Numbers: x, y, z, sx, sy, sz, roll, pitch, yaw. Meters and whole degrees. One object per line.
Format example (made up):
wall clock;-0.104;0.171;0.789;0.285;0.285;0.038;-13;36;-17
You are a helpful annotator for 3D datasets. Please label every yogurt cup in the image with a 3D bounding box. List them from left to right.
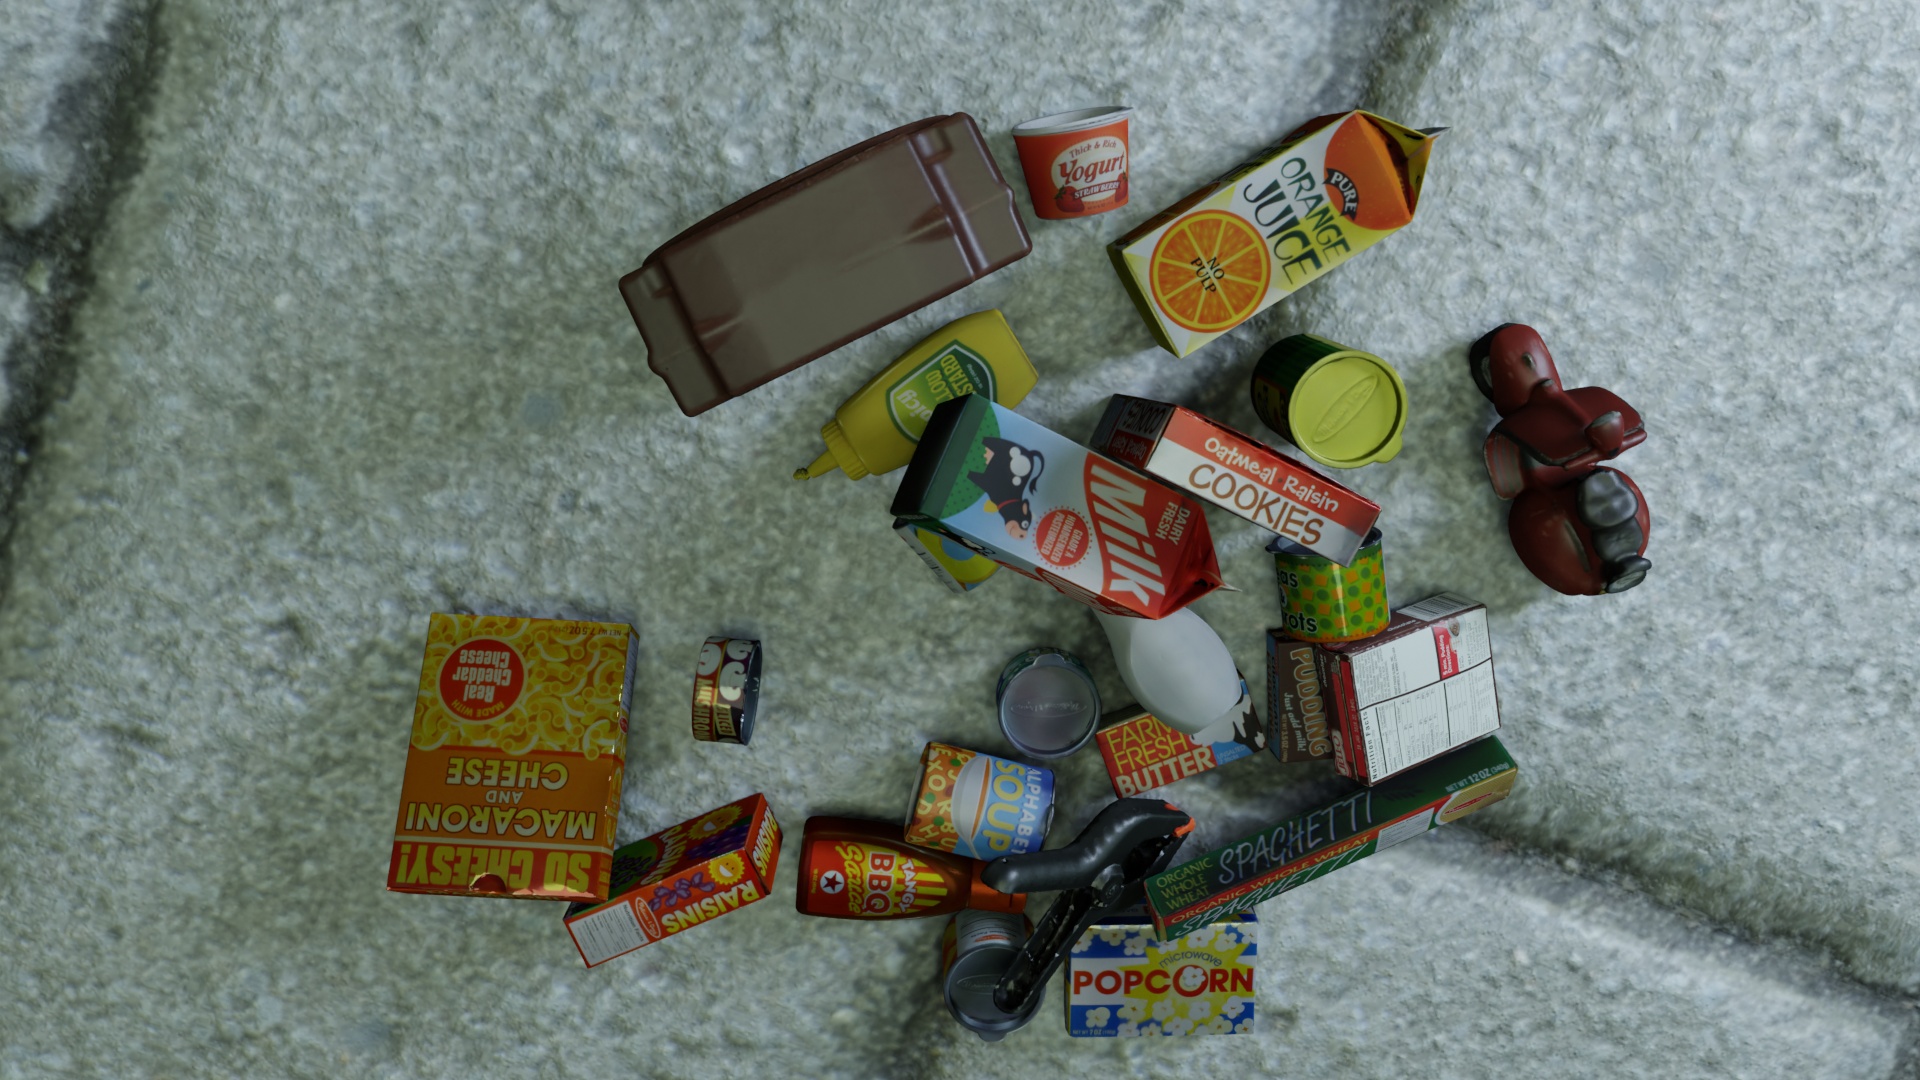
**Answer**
yogurt cup;0.066;-0.217;0.801;0.072;0.072;0.053;-10;111;1

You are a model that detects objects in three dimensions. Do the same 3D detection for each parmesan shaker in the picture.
parmesan shaker;0.215;-0.082;0.815;0.071;0.103;0.071;0;103;-1

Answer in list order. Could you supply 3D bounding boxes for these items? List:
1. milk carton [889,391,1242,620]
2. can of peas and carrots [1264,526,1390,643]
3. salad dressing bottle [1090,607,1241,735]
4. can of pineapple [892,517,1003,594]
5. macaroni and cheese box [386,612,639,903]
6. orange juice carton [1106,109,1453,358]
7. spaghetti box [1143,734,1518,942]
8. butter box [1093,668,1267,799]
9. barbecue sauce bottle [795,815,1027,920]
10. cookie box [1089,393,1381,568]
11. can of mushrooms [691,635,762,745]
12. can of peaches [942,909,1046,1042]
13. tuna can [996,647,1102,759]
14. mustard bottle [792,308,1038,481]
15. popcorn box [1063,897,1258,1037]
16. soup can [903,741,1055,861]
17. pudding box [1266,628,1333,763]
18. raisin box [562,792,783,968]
milk carton;0.065;-0.009;0.790;0.190;0.072;0.073;25;83;-15
can of peas and carrots;0.227;0.026;0.859;0.071;0.071;0.058;-10;104;1
salad dressing bottle;0.111;0.050;0.861;0.064;0.044;0.147;-39;89;-6
can of pineapple;0.003;-0.011;0.844;0.071;0.071;0.058;-41;102;8
macaroni and cheese box;-0.269;0.131;0.843;0.124;0.040;0.167;3;72;-2
orange juice carton;0.187;-0.188;0.806;0.192;0.072;0.073;-31;103;6
spaghetti box;0.235;0.191;0.889;0.250;0.029;0.050;-22;145;-4
butter box;0.141;0.126;0.901;0.103;0.024;0.053;-21;102;3
barbecue sauce bottle;-0.031;0.218;0.908;0.149;0.044;0.064;7;101;-4
cookie box;0.149;-0.040;0.788;0.123;0.167;0.040;25;96;-7
can of mushrooms;-0.145;0.094;0.862;0.033;0.071;0.071;7;103;-1
can of peaches;0.021;0.283;0.917;0.071;0.058;0.071;-1;104;-2
tuna can;0.056;0.101;0.888;0.071;0.033;0.071;0;103;-2
mustard bottle;-0.032;-0.076;0.837;0.160;0.049;0.065;-32;100;6
popcorn box;0.133;0.285;0.930;0.127;0.038;0.085;-1;103;-2
soup can;0.012;0.168;0.883;0.084;0.071;0.071;14;102;-5
pudding box;0.225;0.099;0.894;0.050;0.030;0.083;-4;103;-2
raisin box;-0.179;0.214;0.880;0.123;0.086;0.040;-23;102;4
